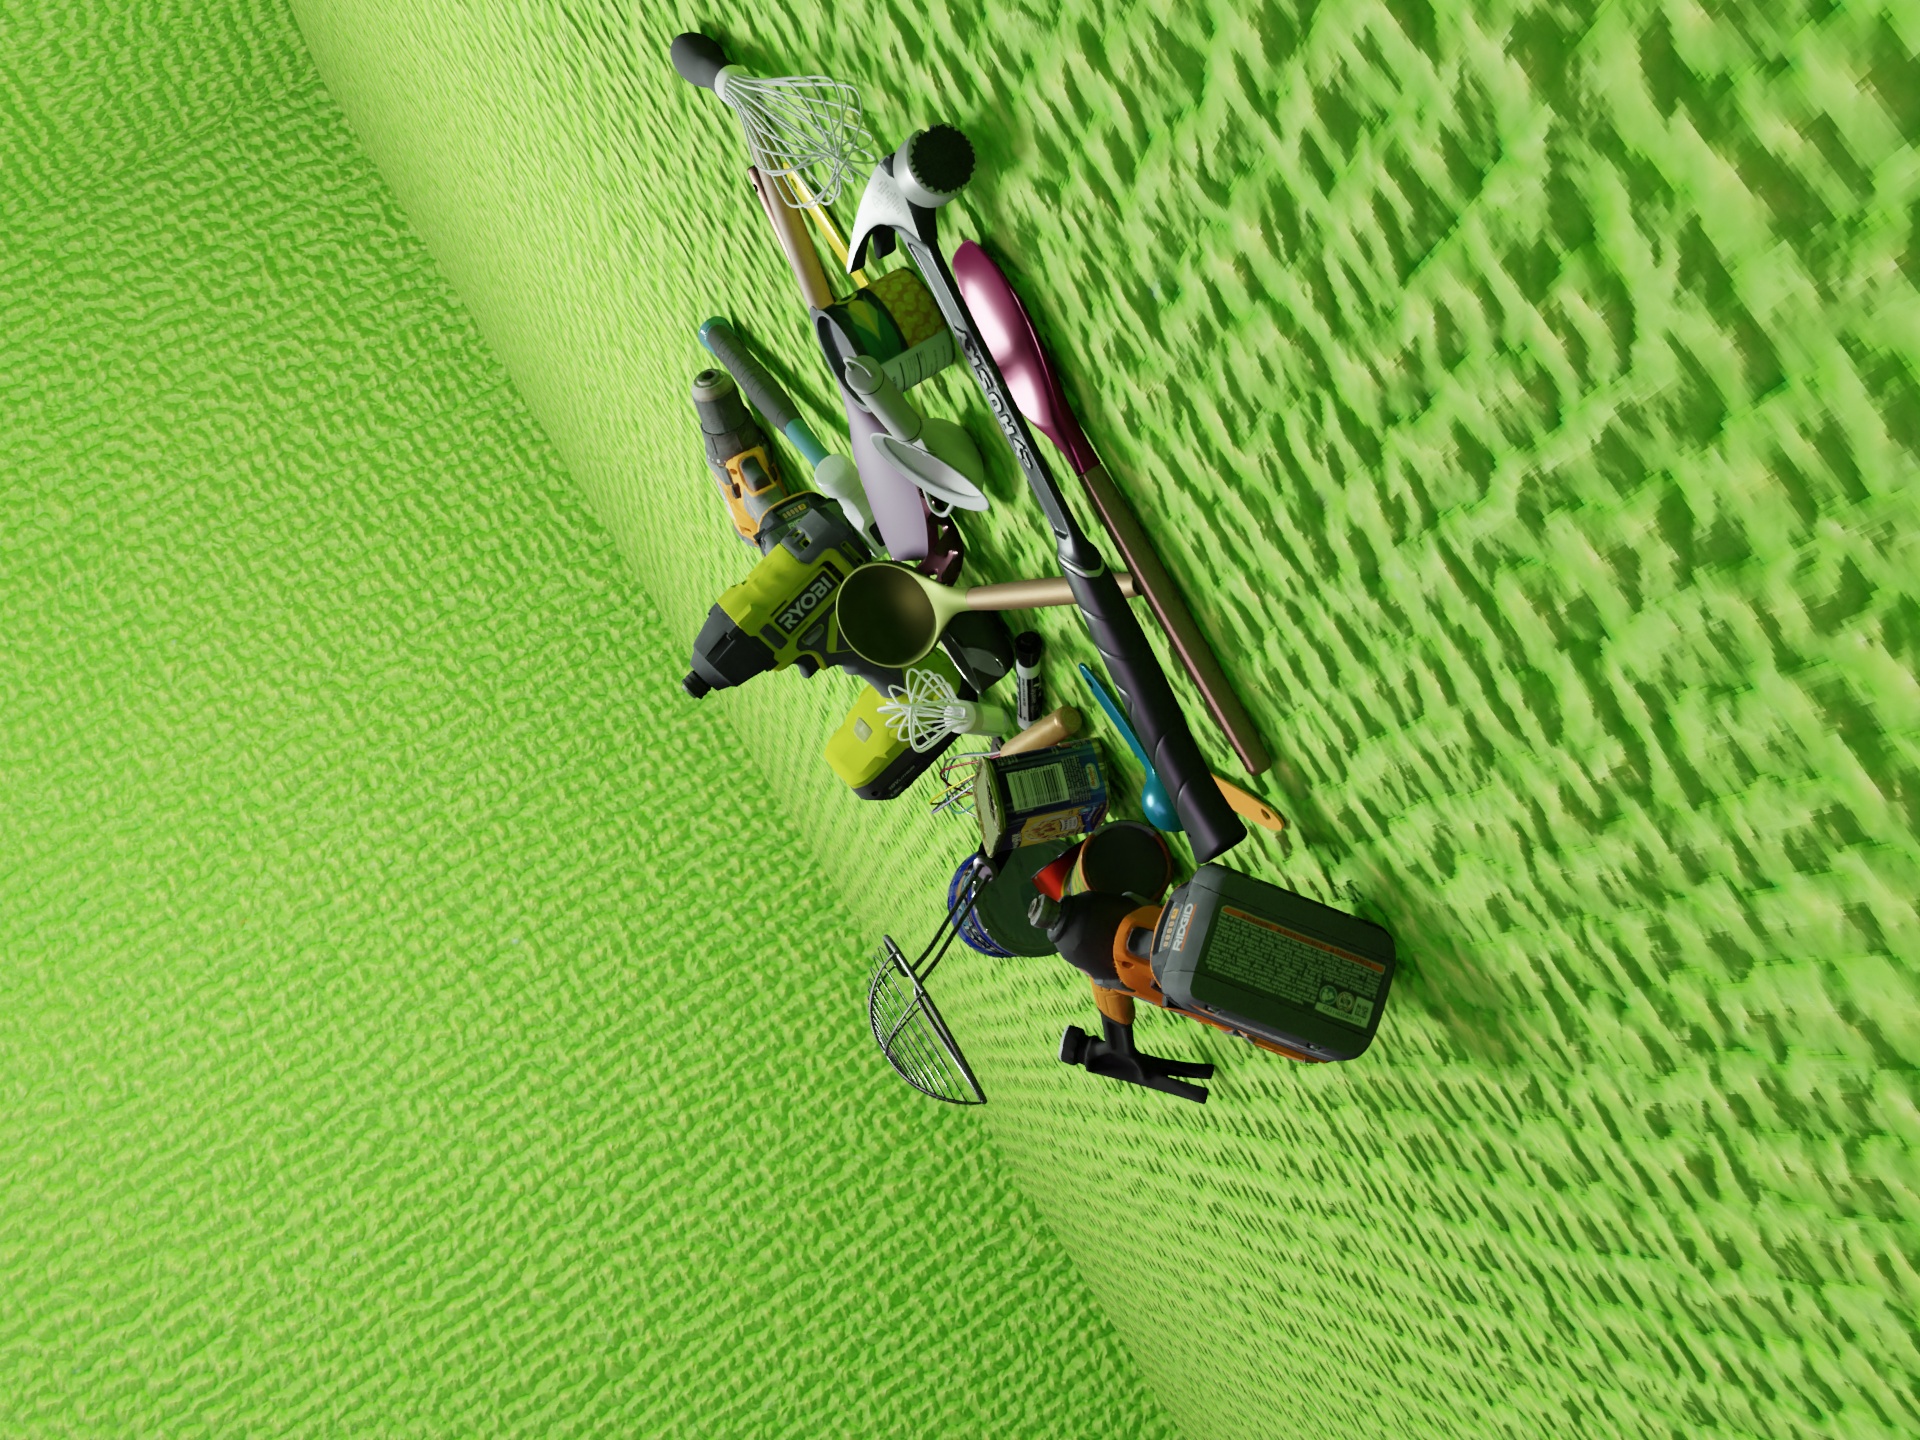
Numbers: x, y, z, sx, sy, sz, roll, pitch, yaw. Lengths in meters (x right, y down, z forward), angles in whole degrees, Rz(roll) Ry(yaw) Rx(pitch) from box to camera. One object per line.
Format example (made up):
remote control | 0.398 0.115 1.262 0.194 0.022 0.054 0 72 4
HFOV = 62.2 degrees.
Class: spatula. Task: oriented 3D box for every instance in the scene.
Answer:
spatula | -0.083 -0.251 1.050 0.060 0.018 0.315 4 119 52

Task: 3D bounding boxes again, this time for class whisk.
whisk | -0.002 -0.004 1.165 0.246 0.059 0.058 8 -102 -74
whisk | 0.034 0.030 1.209 0.245 0.047 0.051 143 140 -62
whisk | -0.121 -0.363 0.932 0.285 0.070 0.070 50 166 48

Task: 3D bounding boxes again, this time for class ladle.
ladle | 0.013 -0.072 0.998 0.320 0.062 0.078 3 119 61

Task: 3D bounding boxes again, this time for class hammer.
hammer | 0.122 0.208 1.181 0.127 0.034 0.336 13 154 16
hammer | 0.052 -0.102 0.842 0.408 0.036 0.149 63 164 -11
hammer | -0.135 -0.238 1.267 0.331 0.033 0.128 52 -178 40

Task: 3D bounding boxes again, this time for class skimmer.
skimmer | 0.023 0.135 1.147 0.127 0.090 0.363 62 -149 -17

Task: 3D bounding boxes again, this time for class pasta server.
pasta server | -0.073 -0.229 1.093 0.060 0.040 0.316 0 120 58

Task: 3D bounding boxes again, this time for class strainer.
strainer | -0.027 -0.170 0.928 0.087 0.050 0.258 28 180 12

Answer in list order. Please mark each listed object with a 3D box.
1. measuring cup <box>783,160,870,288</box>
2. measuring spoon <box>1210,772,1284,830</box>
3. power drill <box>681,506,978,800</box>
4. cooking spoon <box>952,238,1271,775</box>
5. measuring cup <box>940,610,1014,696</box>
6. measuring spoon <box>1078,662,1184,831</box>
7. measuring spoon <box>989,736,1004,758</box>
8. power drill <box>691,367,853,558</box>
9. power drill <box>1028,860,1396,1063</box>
measuring cup | -0.078 -0.280 1.006 0.156 0.029 0.062 58 167 -6
measuring spoon | 0.153 0.036 0.933 0.117 0.011 0.021 35 153 52
power drill | -0.100 -0.039 1.247 0.223 0.171 0.080 45 180 -42
cooking spoon | 0.081 -0.110 0.838 0.319 0.017 0.069 60 163 -4
measuring cup | 0.020 -0.055 1.117 0.083 0.038 0.168 58 172 -14
measuring spoon | 0.106 0.021 1.030 0.128 0.021 0.042 57 167 1
measuring spoon | 0.038 0.049 1.384 0.034 0.018 0.124 51 158 30
power drill | -0.171 -0.203 1.437 0.226 0.084 0.185 52 165 44
power drill | 0.135 0.136 0.926 0.164 0.084 0.226 21 169 -7
